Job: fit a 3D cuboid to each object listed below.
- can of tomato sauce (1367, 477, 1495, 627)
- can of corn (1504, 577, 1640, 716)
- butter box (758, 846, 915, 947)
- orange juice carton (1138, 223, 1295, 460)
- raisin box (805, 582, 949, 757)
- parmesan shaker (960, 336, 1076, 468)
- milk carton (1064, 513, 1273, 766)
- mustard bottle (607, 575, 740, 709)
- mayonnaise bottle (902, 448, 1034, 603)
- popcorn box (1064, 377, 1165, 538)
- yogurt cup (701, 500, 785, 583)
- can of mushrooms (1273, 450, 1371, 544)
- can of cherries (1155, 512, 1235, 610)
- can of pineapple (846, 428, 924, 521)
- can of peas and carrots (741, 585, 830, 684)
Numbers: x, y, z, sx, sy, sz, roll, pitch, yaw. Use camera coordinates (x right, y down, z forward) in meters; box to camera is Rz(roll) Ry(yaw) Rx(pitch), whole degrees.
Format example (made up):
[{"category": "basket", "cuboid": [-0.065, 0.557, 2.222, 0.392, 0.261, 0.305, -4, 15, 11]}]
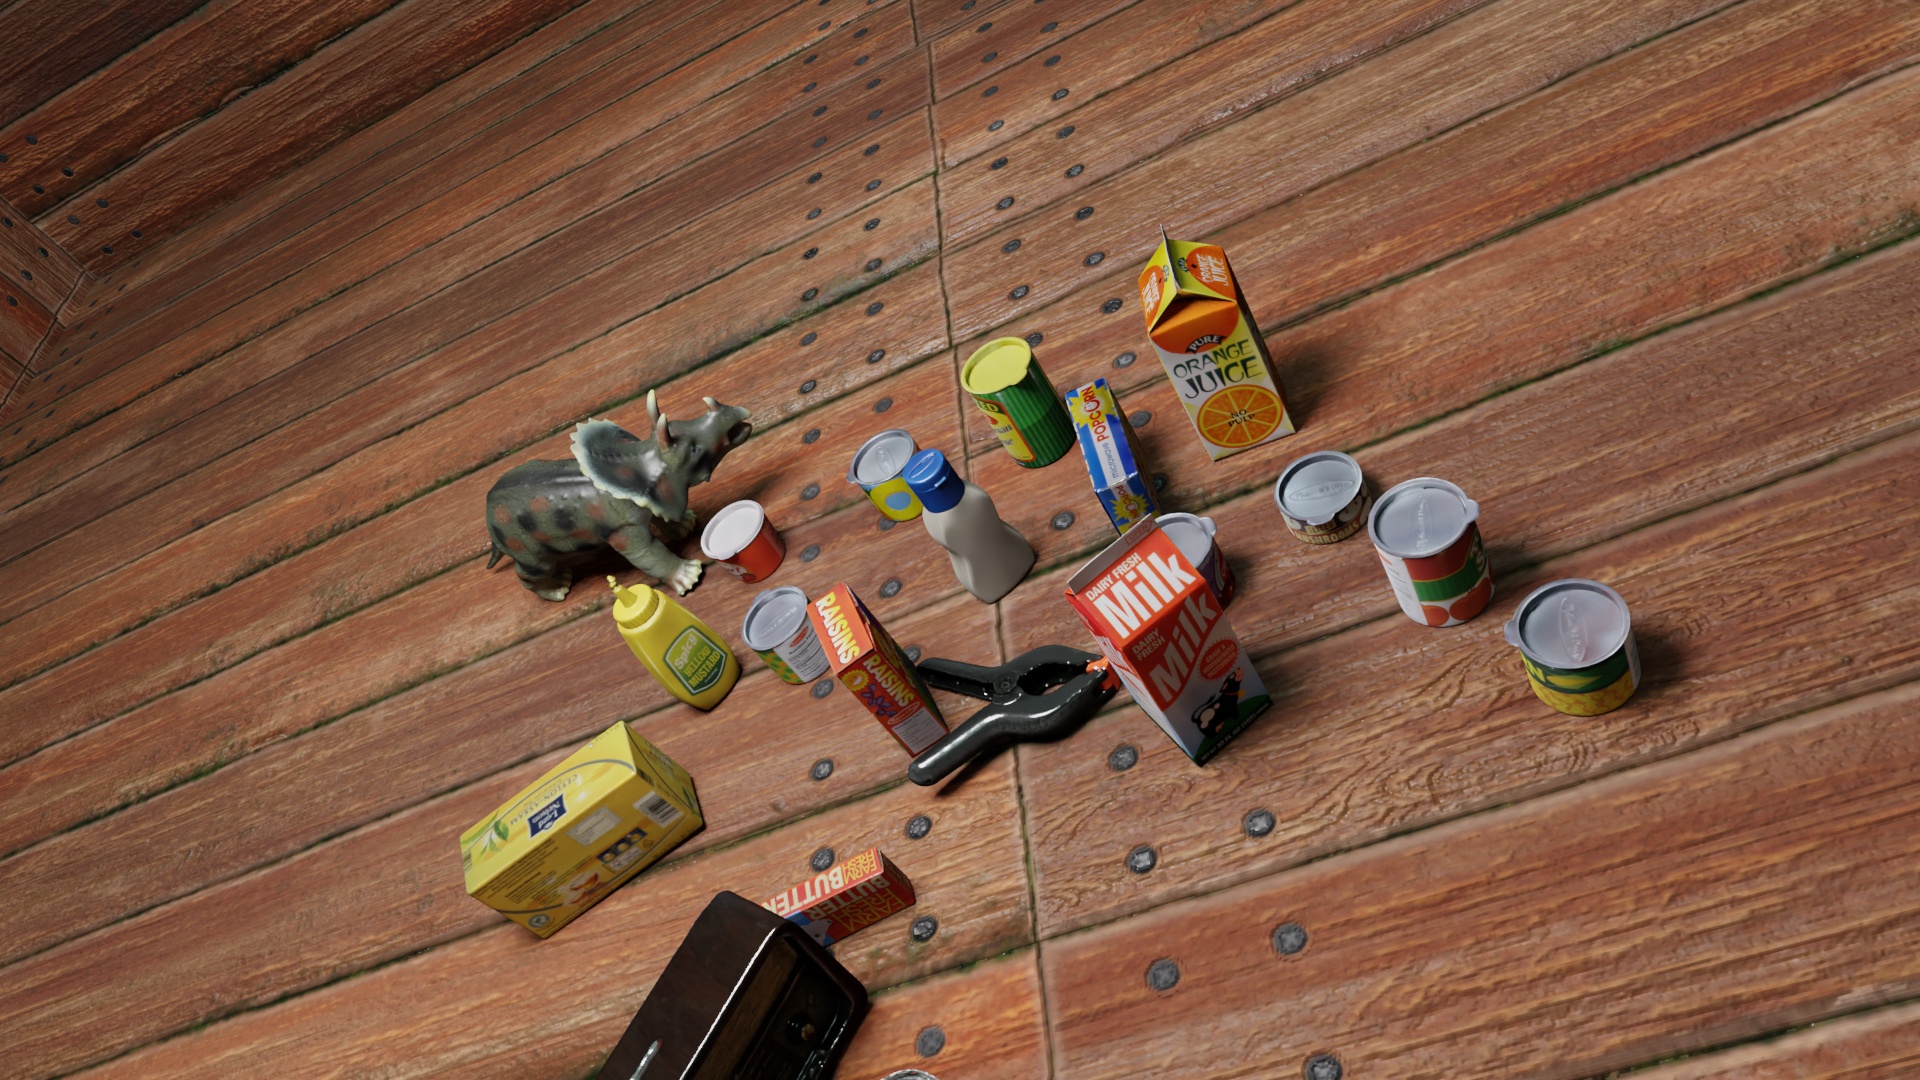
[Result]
[{"category": "can of tomato sauce", "cuboid": [0.320, 0.009, 0.935, 0.071, 0.083, 0.071, -19, 44, 19]}, {"category": "can of corn", "cuboid": [0.379, 0.067, 0.859, 0.071, 0.058, 0.071, -19, 44, 19]}, {"category": "butter box", "cuboid": [-0.089, 0.262, 1.000, 0.103, 0.053, 0.024, -28, 42, 9]}, {"category": "orange juice carton", "cuboid": [0.195, -0.158, 1.090, 0.073, 0.192, 0.072, -20, 44, 19]}, {"category": "raisin box", "cuboid": [-0.064, 0.101, 1.078, 0.040, 0.123, 0.086, -34, 41, 3]}, {"category": "parmesan shaker", "cuboid": [0.054, -0.118, 1.216, 0.071, 0.102, 0.072, -19, 44, 19]}, {"category": "milk carton", "cuboid": [0.134, 0.062, 0.930, 0.072, 0.190, 0.073, -40, 41, -4]}, {"category": "mustard bottle", "cuboid": [-0.255, 0.083, 1.196, 0.049, 0.159, 0.065, 19, 65, 43]}, {"category": "mayonnaise bottle", "cuboid": [0.004, -0.014, 1.120, 0.065, 0.147, 0.041, -44, 42, -8]}, {"category": "popcorn box", "cuboid": [0.128, -0.061, 1.127, 0.038, 0.085, 0.127, -25, 42, 13]}, {"category": "yogurt cup", "cuboid": [-0.203, 0.004, 1.314, 0.072, 0.053, 0.073, -19, 44, 19]}, {"category": "can of mushrooms", "cuboid": [0.272, -0.030, 1.041, 0.071, 0.033, 0.071, -19, 44, 19]}, {"category": "can of cherries", "cuboid": [0.169, 0.022, 1.043, 0.071, 0.058, 0.072, -19, 44, 19]}, {"category": "can of pineapple", "cuboid": [-0.060, -0.059, 1.273, 0.071, 0.057, 0.071, -19, 44, 19]}, {"category": "can of peas and carrots", "cuboid": [-0.147, 0.081, 1.202, 0.071, 0.058, 0.071, -19, 44, 19]}]
